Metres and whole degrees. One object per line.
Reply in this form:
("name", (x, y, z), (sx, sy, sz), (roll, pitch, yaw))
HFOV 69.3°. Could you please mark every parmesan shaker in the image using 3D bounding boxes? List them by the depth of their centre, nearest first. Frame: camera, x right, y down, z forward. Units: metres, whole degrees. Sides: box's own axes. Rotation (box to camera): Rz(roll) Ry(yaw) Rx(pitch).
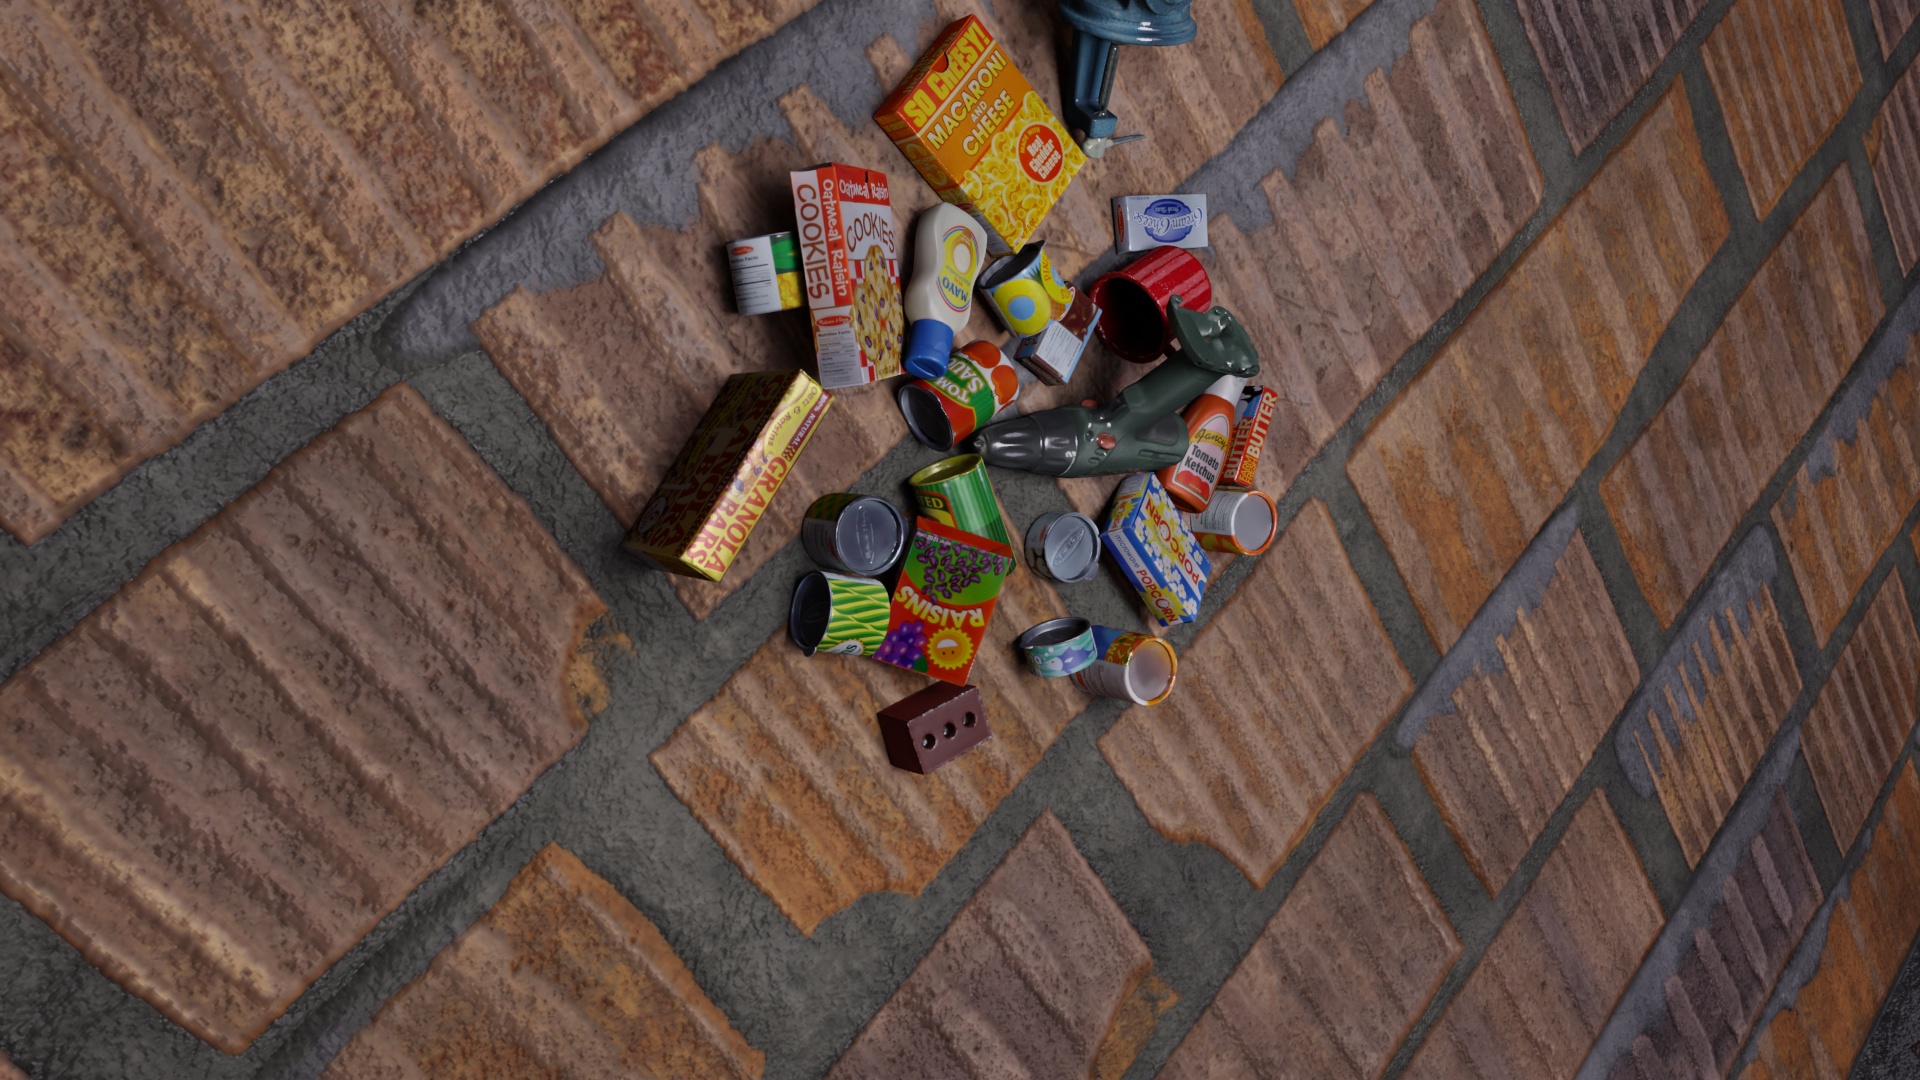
("parmesan shaker", (0.004, -0.015, 1.201), (0.071, 0.071, 0.102), (-29, 109, -29))

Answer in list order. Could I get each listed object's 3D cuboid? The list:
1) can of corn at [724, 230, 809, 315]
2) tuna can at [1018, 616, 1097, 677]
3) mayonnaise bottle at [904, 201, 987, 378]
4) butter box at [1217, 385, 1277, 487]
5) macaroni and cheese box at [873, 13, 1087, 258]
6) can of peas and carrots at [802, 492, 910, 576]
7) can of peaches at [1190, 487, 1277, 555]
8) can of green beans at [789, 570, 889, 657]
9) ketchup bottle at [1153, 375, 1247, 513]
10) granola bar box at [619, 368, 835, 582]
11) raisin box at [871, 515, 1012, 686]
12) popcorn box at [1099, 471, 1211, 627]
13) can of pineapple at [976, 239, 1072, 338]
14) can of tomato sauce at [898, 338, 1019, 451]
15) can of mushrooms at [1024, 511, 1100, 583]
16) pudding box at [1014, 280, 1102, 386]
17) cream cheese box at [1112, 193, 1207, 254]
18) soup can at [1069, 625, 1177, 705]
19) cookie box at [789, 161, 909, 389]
("can of corn", (-0.144, -0.210, 1.089), (0.071, 0.071, 0.058), (-16, 104, -32))
("tuna can", (0.089, 0.098, 1.271), (0.071, 0.071, 0.032), (-24, 108, -31))
("mayonnaise bottle", (-0.017, -0.208, 1.168), (0.064, 0.041, 0.148), (30, 60, -39))
("butter box", (0.280, -0.104, 1.395), (0.024, 0.053, 0.103), (23, 81, -32))
("macaroni and cheese box", (0.021, -0.349, 1.207), (0.166, 0.040, 0.124), (45, 68, -29))
("can of peas and carrots", (-0.087, -0.007, 1.147), (0.071, 0.058, 0.071), (-3, 96, -35))
("can of peaches", (0.277, -0.019, 1.397), (0.071, 0.058, 0.071), (-3, 95, -34))
("can of green beans", (-0.099, 0.061, 1.140), (0.058, 0.071, 0.071), (11, 88, -35))
("ketchup bottle", (0.240, -0.104, 1.374), (0.064, 0.043, 0.149), (31, 76, -26))
("granola bar box", (-0.176, -0.050, 1.043), (0.039, 0.124, 0.166), (39, 73, -29))
("raisin box", (-0.017, 0.051, 1.169), (0.086, 0.040, 0.123), (17, 106, -7))
("popcorn box", (0.189, 0.009, 1.331), (0.126, 0.038, 0.085), (54, 39, -25))
("can of pineapple", (0.059, -0.221, 1.225), (0.071, 0.071, 0.057), (-48, 118, -22))
("can of tomato sauce", (-0.001, -0.127, 1.191), (0.083, 0.071, 0.071), (-38, 113, -27))
("can of mushrooms", (0.096, 0.008, 1.289), (0.071, 0.033, 0.071), (-3, 95, -35))
("pudding box", (0.090, -0.189, 1.272), (0.049, 0.030, 0.084), (34, 75, -30))
("cream cheese box", (0.193, -0.306, 1.338), (0.104, 0.024, 0.053), (-11, 101, -33))
("soup can", (0.154, 0.115, 1.307), (0.071, 0.084, 0.071), (-3, 95, -35))
("cookie box", (-0.084, -0.210, 1.105), (0.123, 0.040, 0.167), (-35, 120, -71))
